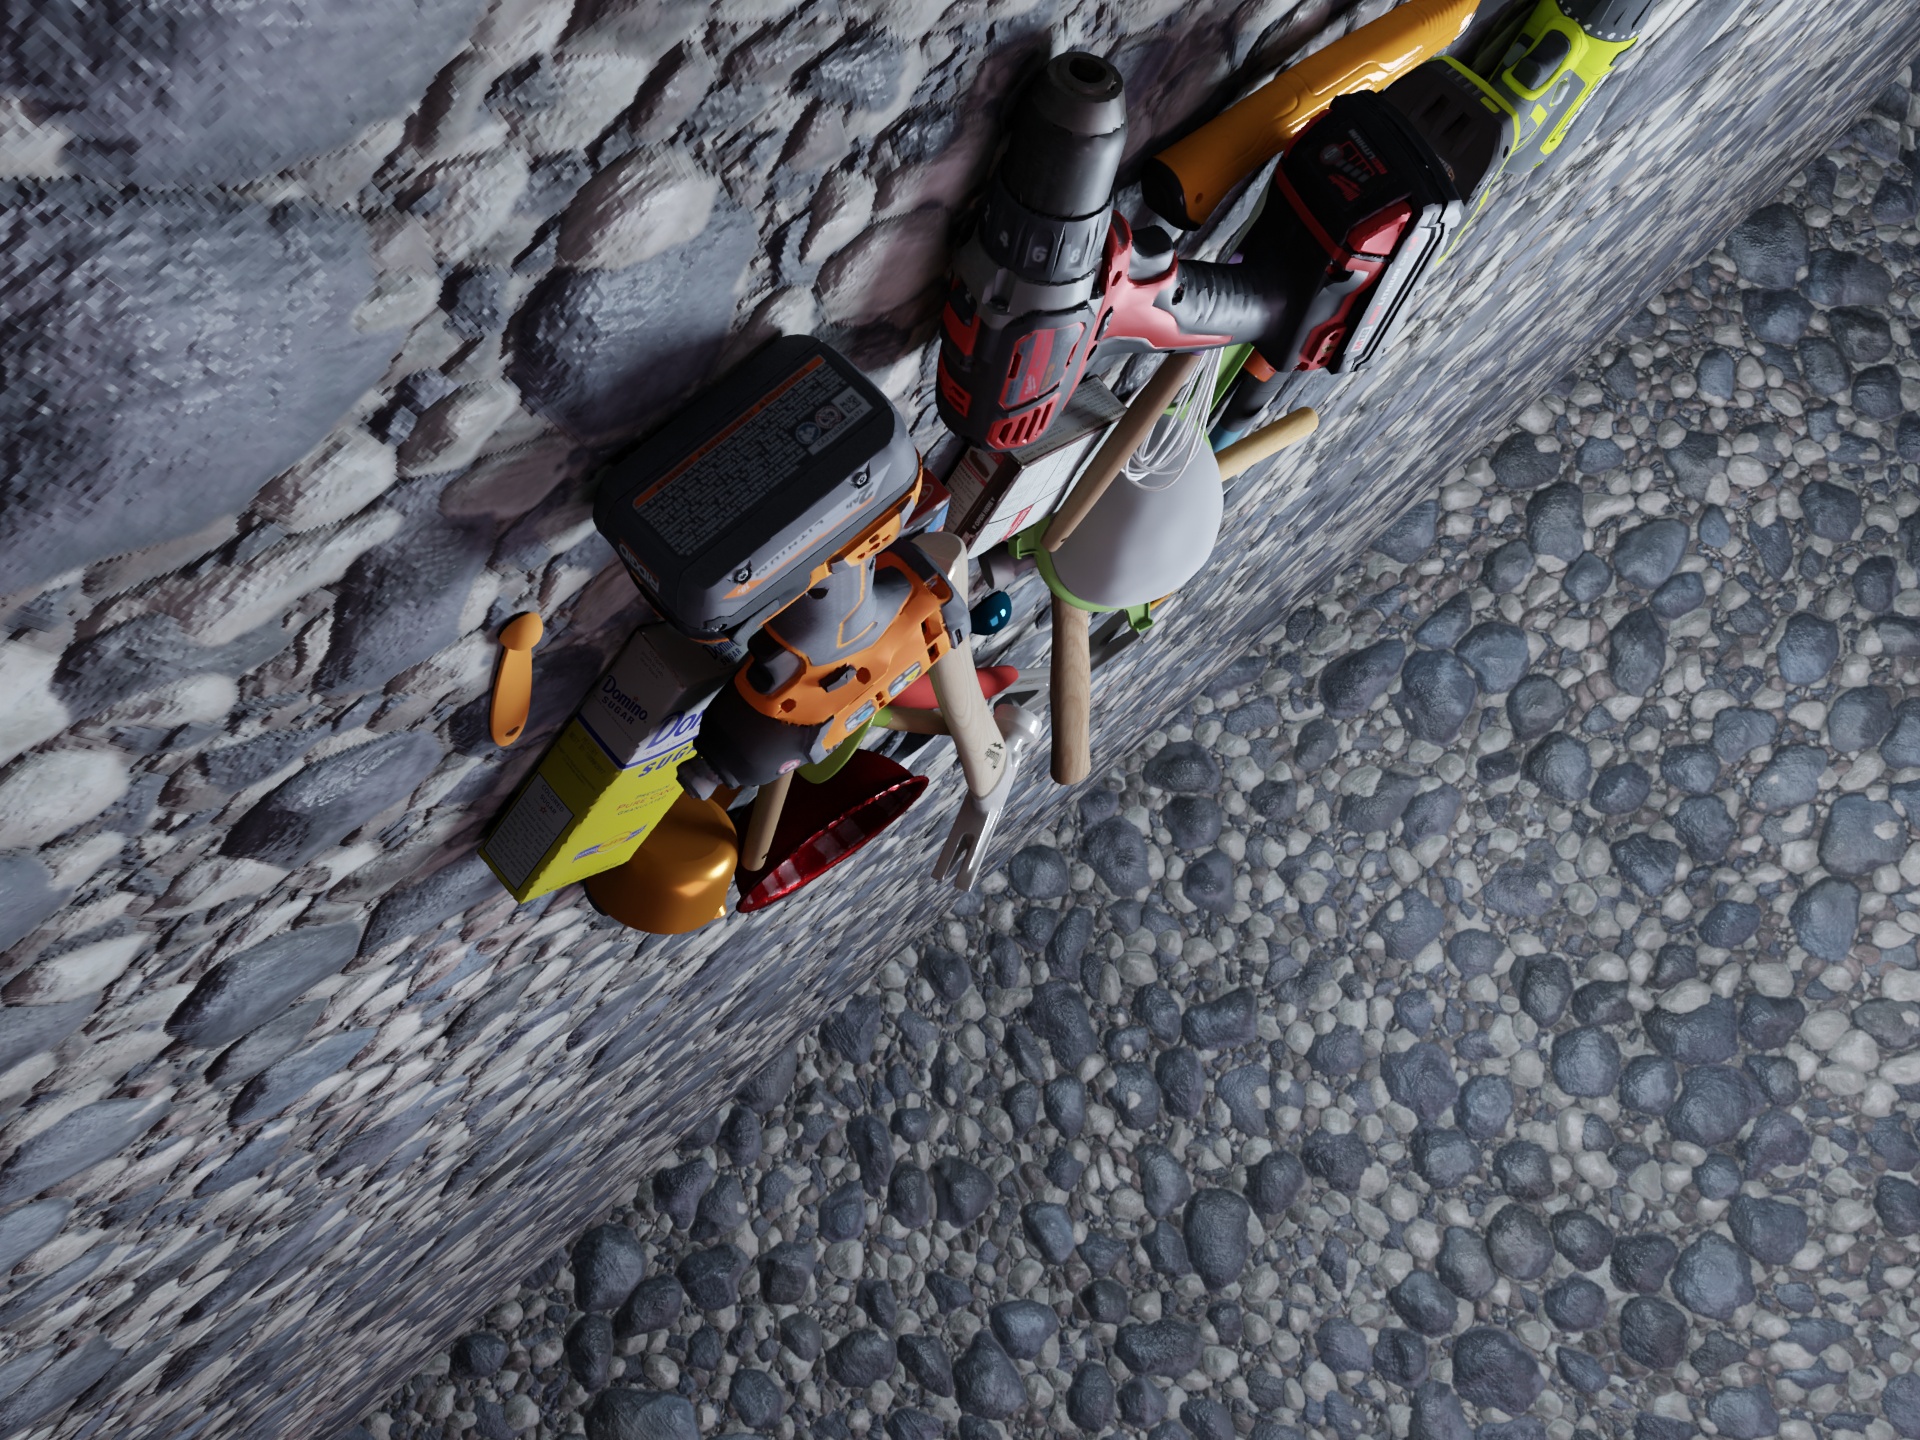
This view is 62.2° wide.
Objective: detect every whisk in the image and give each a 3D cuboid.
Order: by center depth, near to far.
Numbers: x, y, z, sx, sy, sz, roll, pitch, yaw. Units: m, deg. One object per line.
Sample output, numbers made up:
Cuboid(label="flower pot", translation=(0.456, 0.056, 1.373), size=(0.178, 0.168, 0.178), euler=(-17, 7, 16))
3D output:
Cuboid(label="whisk", translation=(0.151, -0.235, 0.914), size=(0.058, 0.059, 0.246), euler=(-16, 146, -41))
Cuboid(label="whisk", translation=(0.166, -0.178, 1.181), size=(0.245, 0.047, 0.051), euler=(-29, 172, -16))

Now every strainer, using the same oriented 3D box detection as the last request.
Cuboid(label="strainer", translation=(0.154, -0.174, 1.038), size=(0.151, 0.069, 0.256), euler=(26, 101, -43))

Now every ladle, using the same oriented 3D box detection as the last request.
Cuboid(label="ladle", translation=(-0.034, 0.006, 1.071), size=(0.078, 0.062, 0.320), euler=(-55, 162, 10))

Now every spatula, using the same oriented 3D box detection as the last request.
Cuboid(label="spatula", translation=(0.118, -0.191, 0.883), size=(0.060, 0.018, 0.315), euler=(-26, 163, -37))

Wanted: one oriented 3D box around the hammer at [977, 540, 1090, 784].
Cuboid(label="hammer", translation=(0.085, -0.046, 1.209), size=(0.130, 0.031, 0.331), euler=(-21, 149, -9))

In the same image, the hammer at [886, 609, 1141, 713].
Cuboid(label="hammer", translation=(0.017, -0.032, 1.247), size=(0.149, 0.037, 0.359), euler=(-37, 167, 25))

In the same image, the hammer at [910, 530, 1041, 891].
Cuboid(label="hammer", translation=(-0.002, -0.003, 1.038), size=(0.410, 0.038, 0.146), euler=(71, 40, -69))

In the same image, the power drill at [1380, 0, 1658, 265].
Cuboid(label="power drill", translation=(0.323, -0.370, 0.932), size=(0.228, 0.080, 0.190), euler=(-42, 171, -25))

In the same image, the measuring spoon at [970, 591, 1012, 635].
Cuboid(label="measuring spoon", translation=(-0.008, -0.051, 1.220), size=(0.128, 0.021, 0.042), euler=(-40, 170, -6))

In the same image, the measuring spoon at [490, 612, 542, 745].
Cuboid(label="measuring spoon", translation=(-0.197, -0.014, 0.711), size=(0.021, 0.011, 0.117), euler=(-35, 168, -31))

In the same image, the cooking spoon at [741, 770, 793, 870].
Cuboid(label="cooking spoon", translation=(-0.084, -0.027, 0.869), size=(0.069, 0.017, 0.318), euler=(-48, 163, -48))

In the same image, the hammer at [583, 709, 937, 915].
Cuboid(label="hammer", translation=(-0.142, 0.072, 1.213), size=(0.149, 0.036, 0.409), euler=(-48, 168, 27))

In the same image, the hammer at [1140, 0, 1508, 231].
Cuboid(label="hammer", translation=(0.226, -0.342, 0.769), size=(0.337, 0.034, 0.127), euler=(-35, 148, -10))

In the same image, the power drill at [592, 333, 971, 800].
Cuboid(label="power drill", translation=(-0.080, -0.049, 0.705), size=(0.164, 0.084, 0.226), euler=(-41, 160, -10))

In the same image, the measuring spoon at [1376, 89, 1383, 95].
Cuboid(label="measuring spoon", translation=(0.212, -0.340, 0.855), size=(0.034, 0.018, 0.124), euler=(-52, 173, 22))

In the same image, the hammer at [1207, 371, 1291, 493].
Cuboid(label="hammer", translation=(0.216, -0.239, 1.227), size=(0.128, 0.033, 0.331), euler=(-33, 167, -33))

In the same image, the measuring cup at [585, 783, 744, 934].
Cuboid(label="measuring cup", translation=(-0.164, 0.056, 0.990), size=(0.174, 0.095, 0.052), euler=(-60, 176, -50))

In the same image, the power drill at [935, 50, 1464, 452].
Cuboid(label="power drill", translation=(0.102, -0.212, 0.691), size=(0.226, 0.080, 0.187), euler=(-17, 153, -21))
